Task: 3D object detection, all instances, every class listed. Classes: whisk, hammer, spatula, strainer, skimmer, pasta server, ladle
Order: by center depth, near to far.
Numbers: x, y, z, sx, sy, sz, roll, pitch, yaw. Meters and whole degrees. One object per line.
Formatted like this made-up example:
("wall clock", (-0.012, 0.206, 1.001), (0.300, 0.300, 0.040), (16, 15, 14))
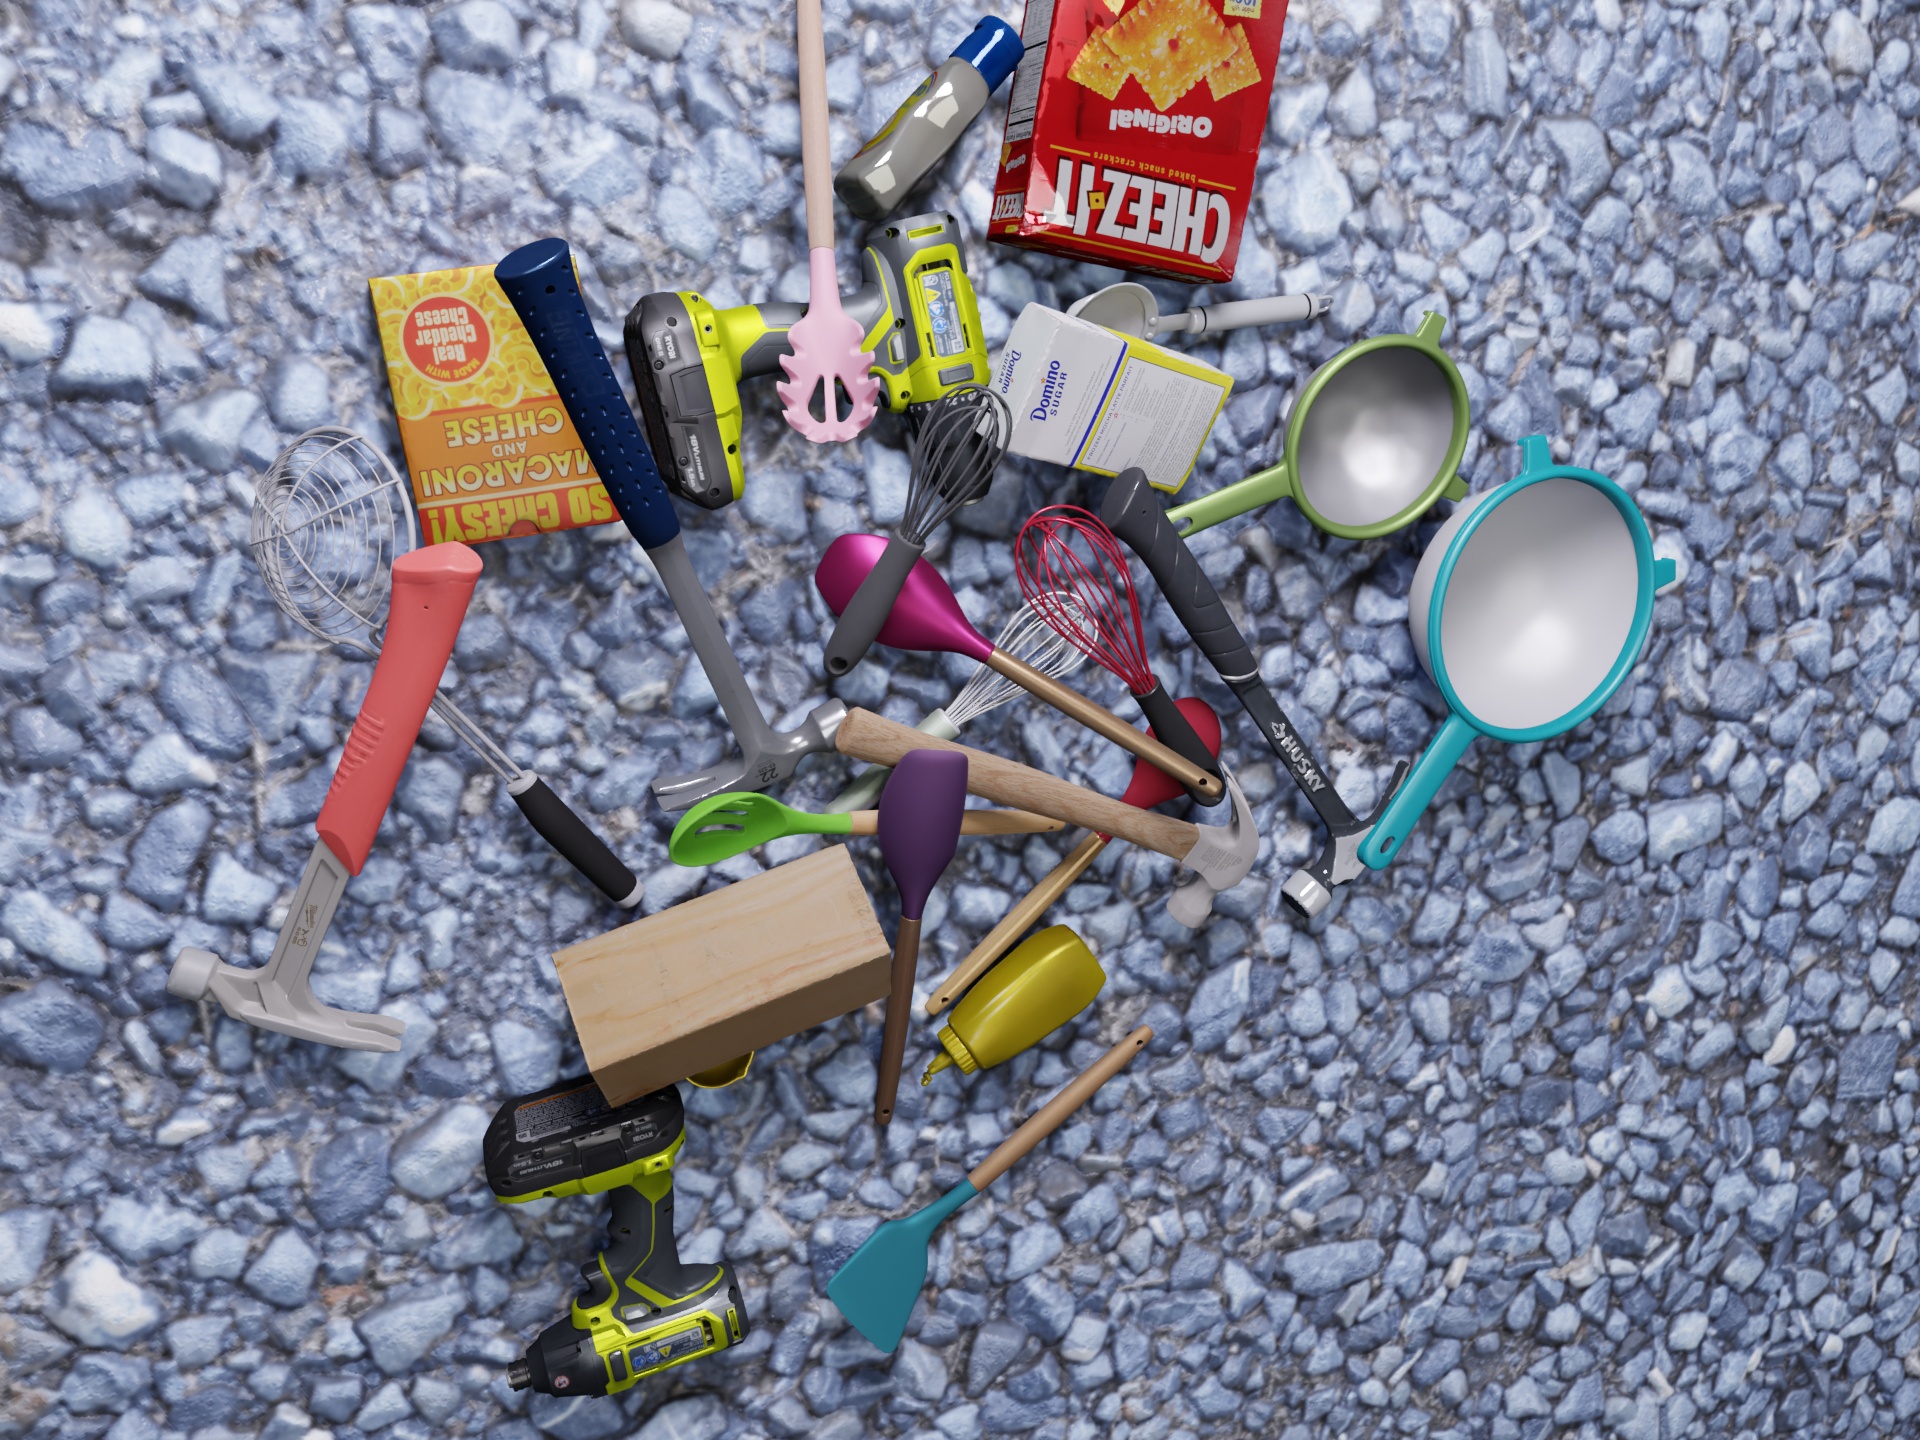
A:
("hammer", (-0.359, 0.053, 0.971), (0.149, 0.037, 0.359), (21, 114, -21))
("pasta server", (-0.086, -0.315, 0.971), (0.060, 0.040, 0.316), (-3, 80, -4))
("hammer", (-0.185, -0.100, 0.976), (0.144, 0.035, 0.405), (-27, 133, -9))
("skimmer", (-0.309, -0.021, 1.019), (0.127, 0.090, 0.362), (-16, 128, 29))
("whisk", (-0.036, -0.119, 1.042), (0.055, 0.055, 0.239), (19, 123, -22))
("whisk", (0.120, -0.037, 1.116), (0.073, 0.073, 0.295), (-40, 125, -6))
("strainer", (0.157, -0.281, 1.123), (0.258, 0.050, 0.086), (-12, 140, -22))
("hammer", (0.069, 0.054, 1.131), (0.331, 0.031, 0.130), (19, 121, -21))
("whisk", (-0.002, -0.004, 1.133), (0.246, 0.057, 0.059), (-41, 78, -1))
("spatula", (-0.040, 0.161, 1.138), (0.059, 0.018, 0.315), (3, 115, -10))
("strainer", (0.244, -0.192, 1.160), (0.256, 0.069, 0.151), (-24, 121, -7))
("hammer", (0.219, -0.026, 1.176), (0.149, 0.036, 0.408), (-43, 122, -7))
("ladle", (0.086, 0.106, 1.200), (0.315, 0.031, 0.069), (-46, 114, -2))
("strainer", (0.387, -0.041, 1.228), (0.210, 0.095, 0.340), (32, 92, -27))
("spatula", (0.034, 0.348, 1.230), (0.317, 0.044, 0.082), (-41, 108, -7))

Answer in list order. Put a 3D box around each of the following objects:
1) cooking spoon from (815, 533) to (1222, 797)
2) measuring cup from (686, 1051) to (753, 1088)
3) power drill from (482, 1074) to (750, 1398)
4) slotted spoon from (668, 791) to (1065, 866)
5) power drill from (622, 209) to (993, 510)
("cooking spoon", (0.043, -0.032, 1.100), (0.319, 0.017, 0.069), (31, 95, -2))
("measuring cup", (-0.146, 0.195, 1.147), (0.156, 0.029, 0.062), (-48, 112, -15))
("power drill", (-0.253, 0.369, 1.121), (0.171, 0.080, 0.223), (-14, 110, -15))
("slotted spoon", (-0.057, 0.073, 1.114), (0.313, 0.031, 0.070), (1, 137, -32))
("power drill", (-0.087, -0.214, 1.036), (0.228, 0.080, 0.190), (-18, 108, -17))
